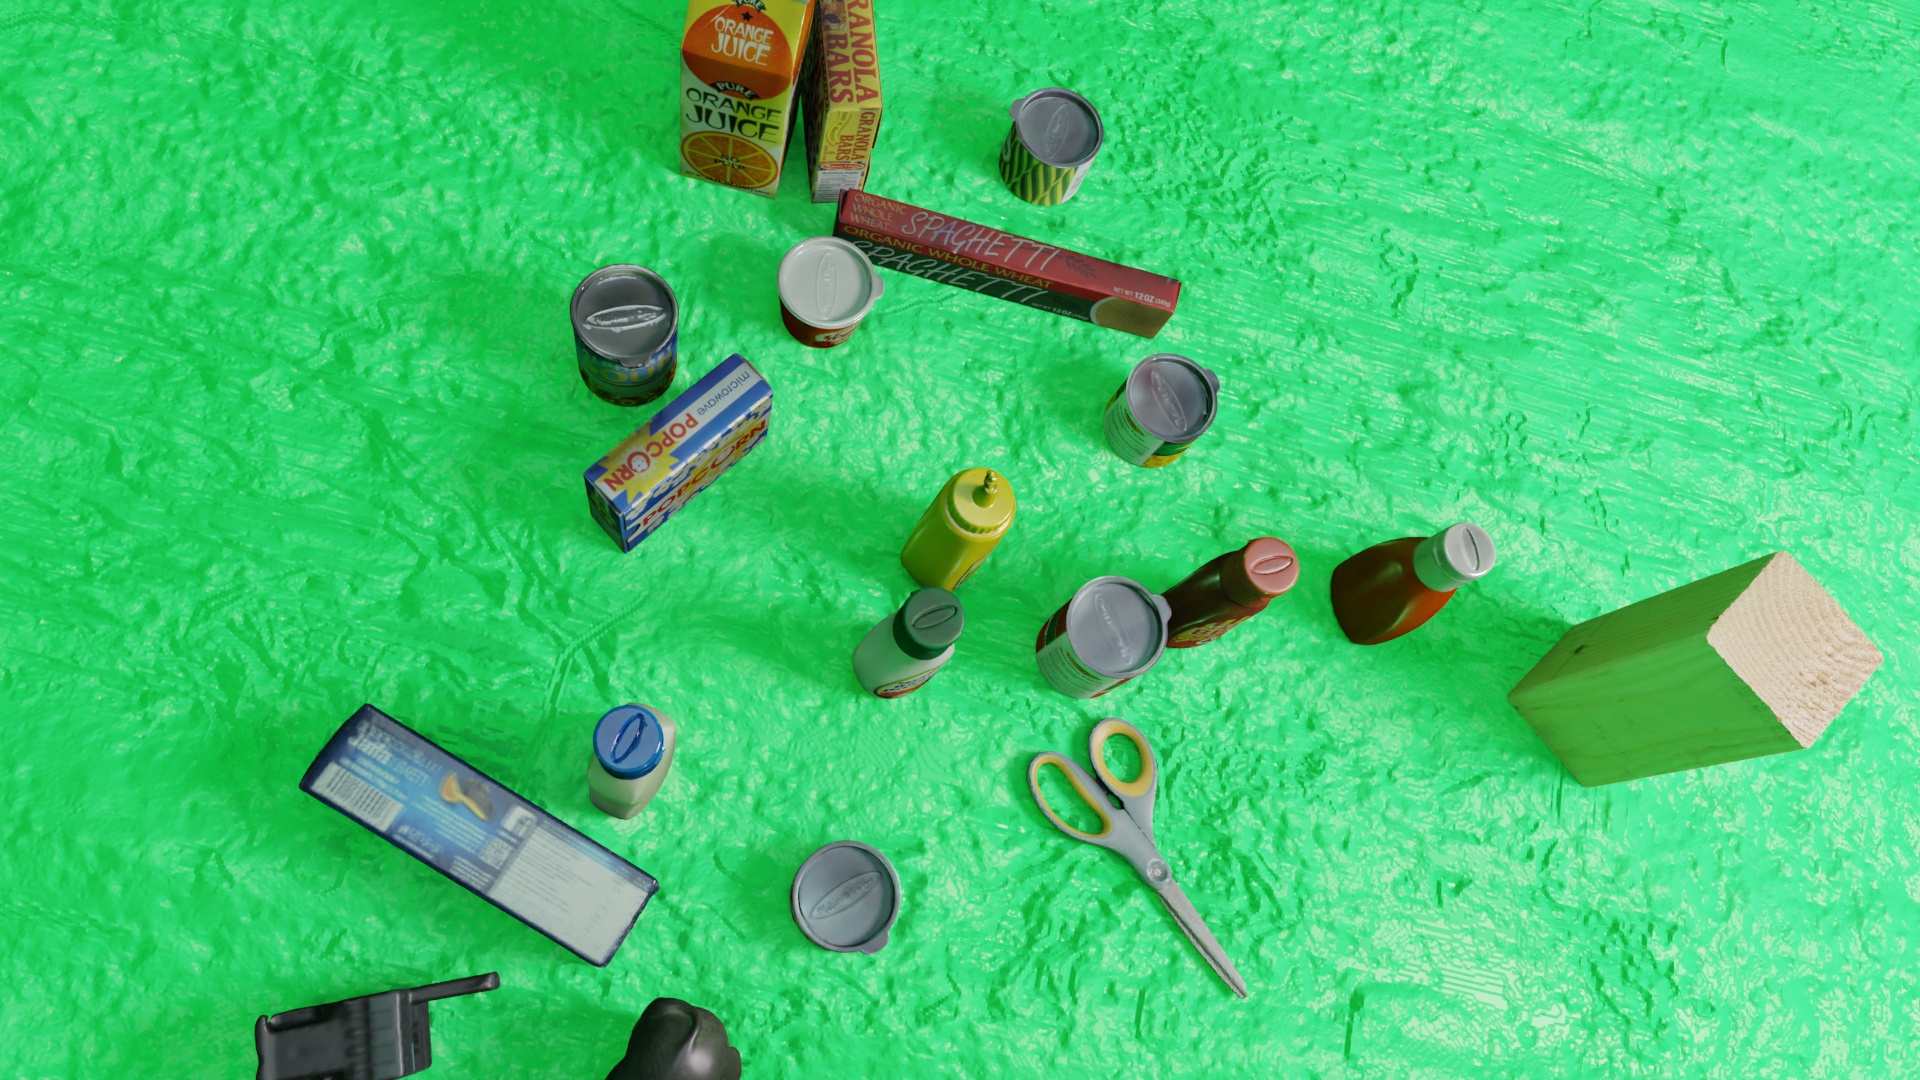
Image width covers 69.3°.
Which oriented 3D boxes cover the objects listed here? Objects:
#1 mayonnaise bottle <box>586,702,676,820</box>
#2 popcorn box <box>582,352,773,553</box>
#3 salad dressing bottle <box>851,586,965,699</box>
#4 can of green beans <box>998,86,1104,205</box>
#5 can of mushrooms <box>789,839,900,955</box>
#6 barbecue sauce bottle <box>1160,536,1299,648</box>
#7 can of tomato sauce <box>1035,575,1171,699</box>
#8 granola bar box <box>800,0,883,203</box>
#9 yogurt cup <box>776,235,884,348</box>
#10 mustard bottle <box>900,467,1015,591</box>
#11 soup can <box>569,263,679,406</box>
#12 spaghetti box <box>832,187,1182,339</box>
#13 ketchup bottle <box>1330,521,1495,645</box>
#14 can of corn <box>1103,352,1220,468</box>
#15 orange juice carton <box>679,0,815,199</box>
[{"bbox_3d":[-0.189,0.123,0.796,0.041,0.147,0.065,27,70,-3],"label":"mayonnaise bottle"},{"bbox_3d":[-0.178,-0.055,0.885,0.038,0.085,0.127,46,70,4],"label":"popcorn box"},{"bbox_3d":[-0.030,0.063,0.848,0.064,0.147,0.044,-20,79,-17],"label":"salad dressing bottle"},{"bbox_3d":[0.066,-0.289,1.022,0.071,0.057,0.071,3,73,-11],"label":"can of green beans"},{"bbox_3d":[-0.070,0.221,0.852,0.071,0.033,0.071,3,73,-11],"label":"can of mushrooms"},{"bbox_3d":[0.171,0.034,0.898,0.065,0.148,0.044,-12,77,-15],"label":"barbecue sauce bottle"},{"bbox_3d":[0.092,0.064,0.907,0.071,0.083,0.071,3,73,-11],"label":"can of tomato sauce"},{"bbox_3d":[-0.087,-0.339,0.970,0.039,0.124,0.166,-3,74,-13],"label":"granola bar box"},{"bbox_3d":[-0.094,-0.167,0.954,0.072,0.053,0.072,3,73,-11],"label":"yogurt cup"},{"bbox_3d":[0.003,-0.011,0.870,0.049,0.159,0.065,41,70,2],"label":"mustard bottle"},{"bbox_3d":[-0.216,-0.129,0.900,0.071,0.083,0.071,3,73,-11],"label":"soup can"},{"bbox_3d":[0.031,-0.196,0.991,0.250,0.050,0.029,14,72,-8],"label":"spaghetti box"},{"bbox_3d":[0.300,0.026,0.928,0.043,0.148,0.065,-8,76,-14],"label":"ketchup bottle"},{"bbox_3d":[0.142,-0.091,0.978,0.071,0.058,0.071,3,73,-11],"label":"can of corn"},{"bbox_3d":[-0.142,-0.310,0.913,0.072,0.192,0.073,13,72,-8],"label":"orange juice carton"}]
